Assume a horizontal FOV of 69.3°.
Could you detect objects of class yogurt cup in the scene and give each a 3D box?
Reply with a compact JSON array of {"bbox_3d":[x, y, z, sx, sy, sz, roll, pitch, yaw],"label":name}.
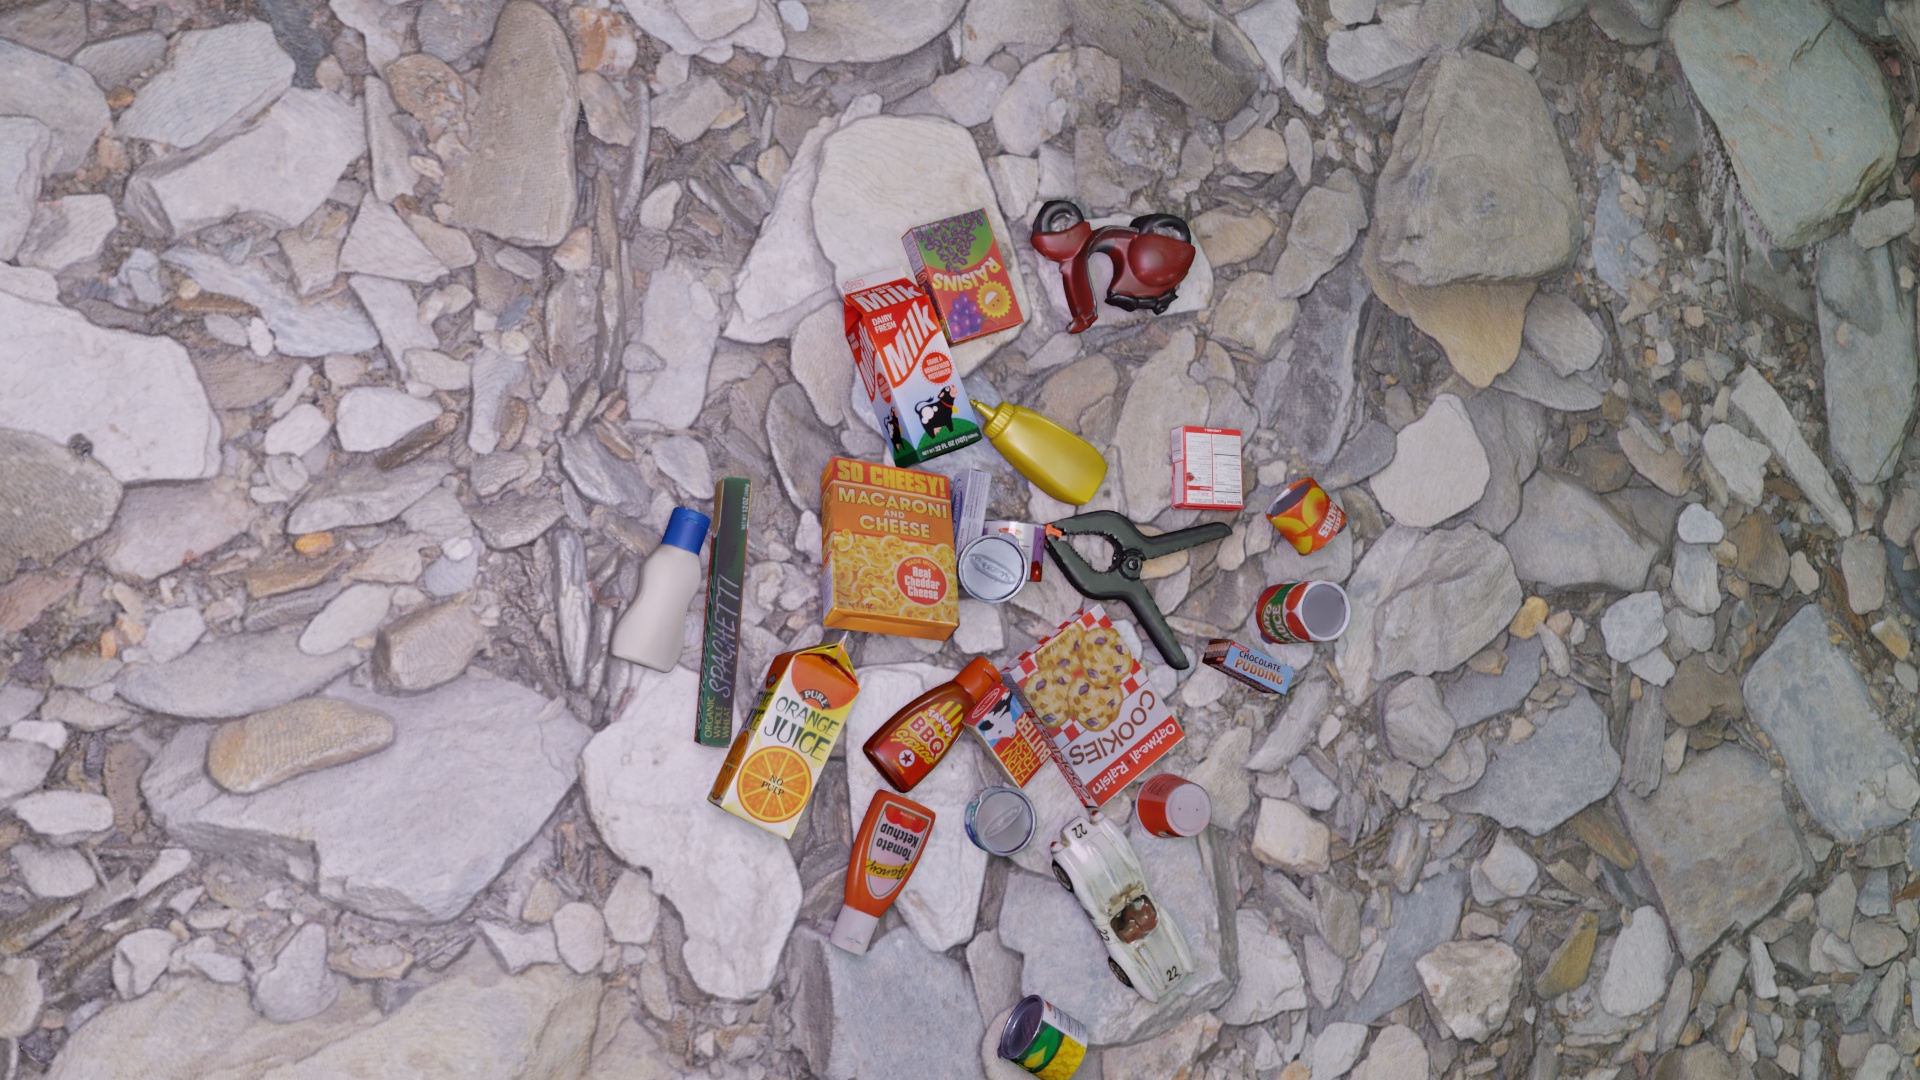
[{"bbox_3d":[0.221,0.274,1.424,0.072,0.054,0.072,2,83,-21],"label":"yogurt cup"}]

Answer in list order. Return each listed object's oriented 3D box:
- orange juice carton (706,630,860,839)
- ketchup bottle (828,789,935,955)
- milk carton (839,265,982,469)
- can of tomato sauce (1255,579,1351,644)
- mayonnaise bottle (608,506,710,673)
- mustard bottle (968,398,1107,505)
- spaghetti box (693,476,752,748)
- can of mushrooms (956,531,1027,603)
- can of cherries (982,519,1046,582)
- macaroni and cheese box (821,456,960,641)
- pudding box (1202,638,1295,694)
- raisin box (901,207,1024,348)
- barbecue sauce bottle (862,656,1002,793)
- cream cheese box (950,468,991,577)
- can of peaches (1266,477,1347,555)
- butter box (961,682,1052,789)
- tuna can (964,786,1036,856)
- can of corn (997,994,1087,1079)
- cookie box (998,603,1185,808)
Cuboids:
[{"bbox_3d":[-0.156,0.170,1.286,0.073,0.071,0.193,29,76,-16],"label":"orange juice carton"},{"bbox_3d":[-0.079,0.315,1.314,0.065,0.043,0.149,27,76,-16],"label":"ketchup bottle"},{"bbox_3d":[-0.054,-0.171,1.359,0.072,0.073,0.190,-21,91,-21],"label":"milk carton"},{"bbox_3d":[0.364,0.078,1.482,0.071,0.083,0.071,2,84,-20],"label":"can of tomato sauce"},{"bbox_3d":[-0.270,0.044,1.274,0.065,0.041,0.148,22,76,-18],"label":"mayonnaise bottle"},{"bbox_3d":[0.073,-0.099,1.412,0.160,0.048,0.065,35,74,-13],"label":"mustard bottle"},{"bbox_3d":[-0.219,0.066,1.285,0.029,0.050,0.250,6,82,-18],"label":"spaghetti box"},{"bbox_3d":[0.031,0.025,1.326,0.071,0.033,0.071,0,88,-6],"label":"can of mushrooms"},{"bbox_3d":[0.051,0.011,1.383,0.071,0.071,0.058,5,87,-20],"label":"can of cherries"},{"bbox_3d":[-0.069,0.008,1.318,0.124,0.040,0.167,9,56,-21],"label":"macaroni and cheese box"},{"bbox_3d":[0.305,0.133,1.472,0.084,0.049,0.030,27,78,-16],"label":"pudding box"},{"bbox_3d":[0.003,-0.265,1.409,0.086,0.040,0.123,-20,92,-22],"label":"raisin box"},{"bbox_3d":[-0.023,0.174,1.350,0.149,0.043,0.065,-42,102,-19],"label":"barbecue sauce bottle"},{"bbox_3d":[0.005,-0.017,1.375,0.024,0.053,0.104,12,80,-17],"label":"cream cheese box"},{"bbox_3d":[0.376,-0.027,1.504,0.058,0.071,0.071,46,72,-9],"label":"can of peaches"},{"bbox_3d":[0.047,0.192,1.363,0.053,0.024,0.103,-47,126,-20],"label":"butter box"},{"bbox_3d":[0.037,0.273,1.367,0.071,0.033,0.071,2,84,-20],"label":"tuna can"},{"bbox_3d":[0.079,0.486,1.343,0.058,0.071,0.071,36,74,-14],"label":"can of corn"},{"bbox_3d":[0.134,0.168,1.411,0.123,0.040,0.167,-35,96,-20],"label":"cookie box"}]
